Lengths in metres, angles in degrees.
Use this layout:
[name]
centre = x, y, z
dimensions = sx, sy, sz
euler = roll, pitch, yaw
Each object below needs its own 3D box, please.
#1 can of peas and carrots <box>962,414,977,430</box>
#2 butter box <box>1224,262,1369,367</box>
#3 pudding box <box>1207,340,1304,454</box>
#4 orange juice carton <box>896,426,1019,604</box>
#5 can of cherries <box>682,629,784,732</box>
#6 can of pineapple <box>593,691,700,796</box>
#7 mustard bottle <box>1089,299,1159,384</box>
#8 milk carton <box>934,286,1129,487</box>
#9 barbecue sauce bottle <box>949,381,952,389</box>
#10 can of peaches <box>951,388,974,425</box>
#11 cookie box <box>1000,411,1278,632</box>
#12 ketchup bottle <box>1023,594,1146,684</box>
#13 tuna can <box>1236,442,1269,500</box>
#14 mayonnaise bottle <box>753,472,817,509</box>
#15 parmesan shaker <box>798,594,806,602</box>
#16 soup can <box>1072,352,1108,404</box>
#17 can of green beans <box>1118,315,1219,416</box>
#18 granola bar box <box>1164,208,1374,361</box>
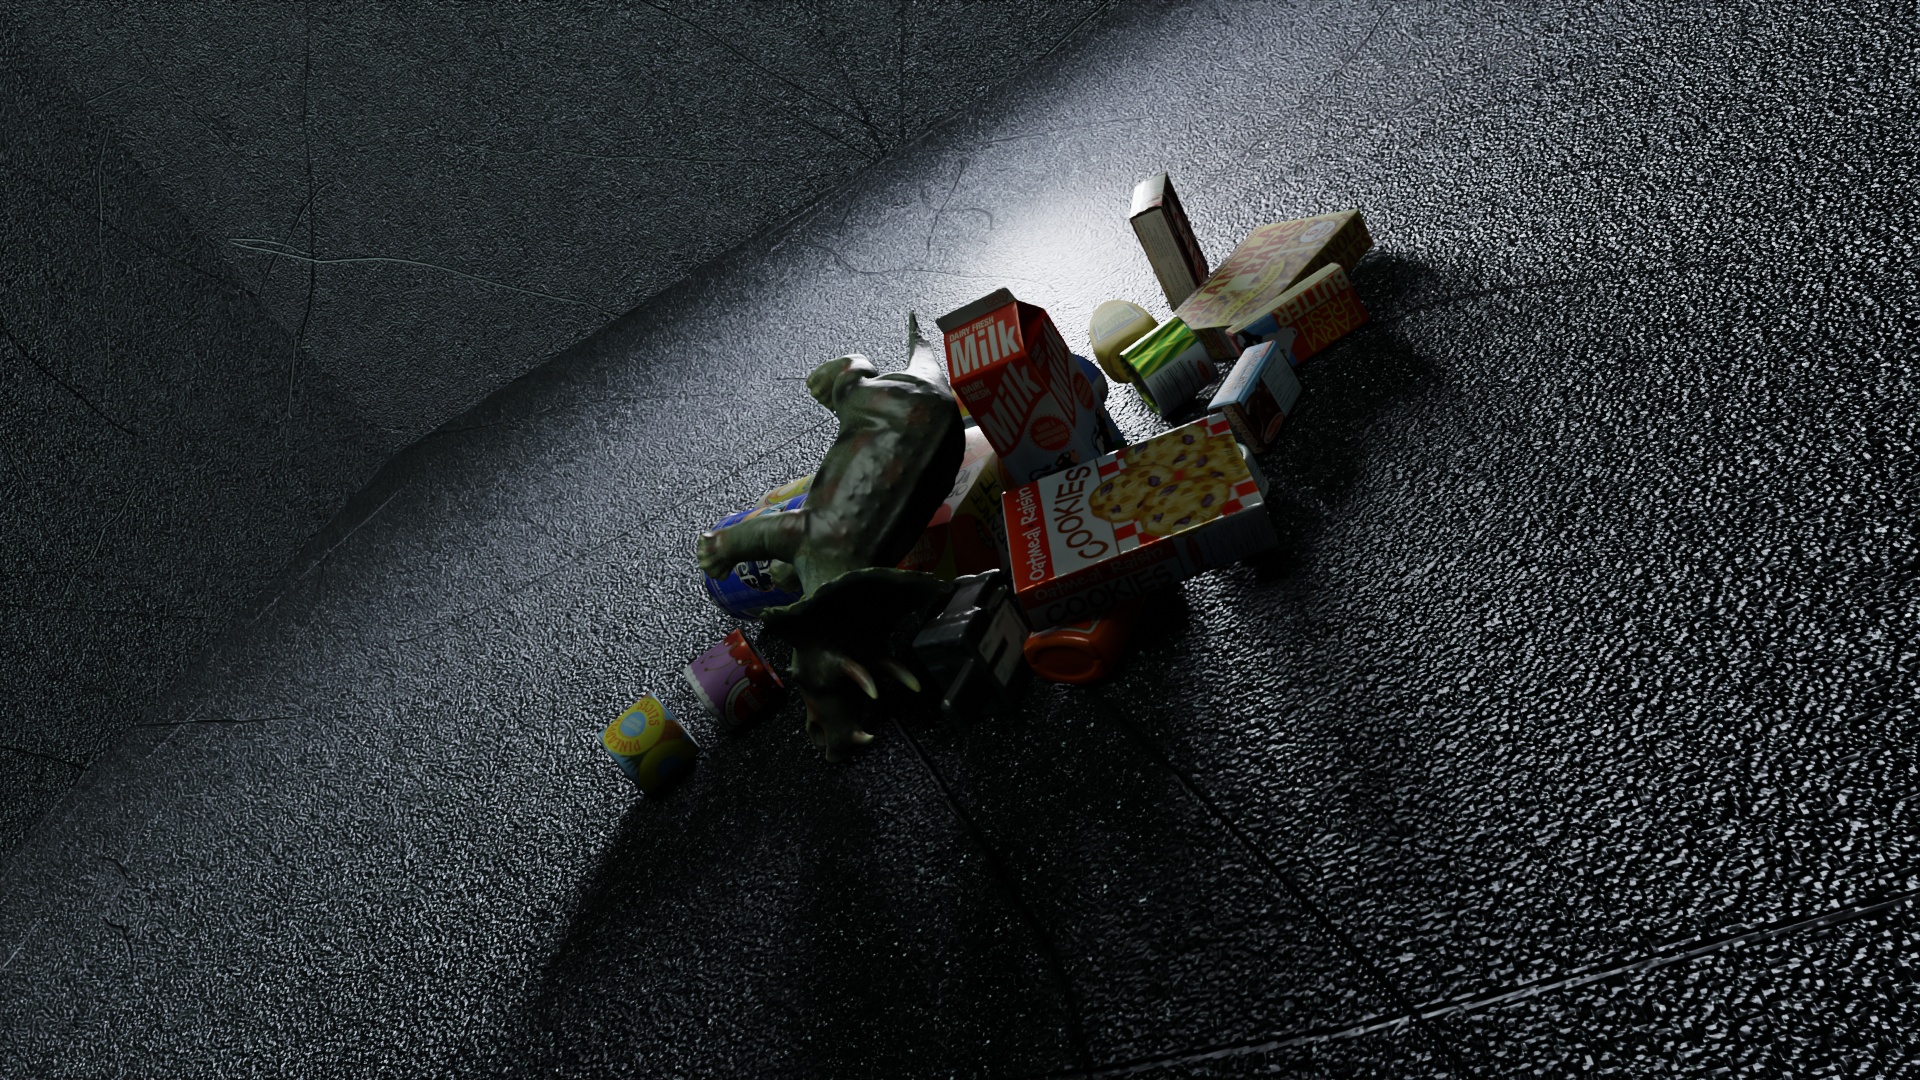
[can of peas and carrots]
centre = 0.006, -0.072, 1.261
dimensions = 0.071, 0.058, 0.071
euler = -29, 23, 14
[butter box]
centre = 0.269, -0.172, 1.110
dimensions = 0.103, 0.053, 0.024
euler = -32, 20, 5
[pudding box]
centre = 0.224, -0.108, 1.050
dimensions = 0.030, 0.049, 0.084
euler = -12, 32, 45
[orange juice carton]
centre = 0.004, -0.014, 1.135
dimensions = 0.071, 0.073, 0.194
euler = -15, 31, 39
[can of cherries]
centre = -0.186, 0.118, 1.150
dimensions = 0.058, 0.071, 0.071
euler = -37, 23, -6
[can of pineapple]
centre = -0.257, 0.166, 1.144
dimensions = 0.058, 0.071, 0.071
euler = -40, 24, -12
[mustard bottle]
centre = 0.152, -0.197, 1.318
dimensions = 0.065, 0.048, 0.161
euler = -30, 24, 7
[milk carton]
centre = 0.057, -0.111, 1.100
dimensions = 0.072, 0.190, 0.074
euler = -21, 27, 30
[barbecue sauce bottle]
centre = -0.033, -0.129, 1.442
dimensions = 0.148, 0.043, 0.065
euler = -32, 22, 7
[can of peaches]
centre = 0.026, -0.122, 1.319
dimensions = 0.071, 0.071, 0.058
euler = -43, 25, -17
[cookie box]
centre = 0.114, -0.013, 0.928
dimensions = 0.167, 0.040, 0.123
euler = -20, 32, 10
[ketchup bottle]
centre = 0.100, 0.034, 0.954
dimensions = 0.064, 0.043, 0.149
euler = -8, 34, 38
[tuna can]
centre = 0.181, -0.038, 0.994
dimensions = 0.071, 0.032, 0.071
euler = -28, 24, 14
[mayonnaise bottle]
centre = -0.147, -0.048, 1.441
dimensions = 0.147, 0.041, 0.065
euler = -21, 25, 31
[parmesan shaker]
centre = -0.084, 0.036, 1.165
dimensions = 0.071, 0.071, 0.103
euler = -13, 32, 42
[soup can]
centre = 0.082, -0.118, 1.234
dimensions = 0.071, 0.071, 0.084
euler = -10, 34, 45
[can of green beans]
centre = 0.175, -0.146, 1.170
dimensions = 0.058, 0.071, 0.071
euler = -35, 23, 1
[granola bar box]
centre = 0.268, -0.222, 1.224
dimensions = 0.166, 0.039, 0.124
euler = -46, 26, -24
